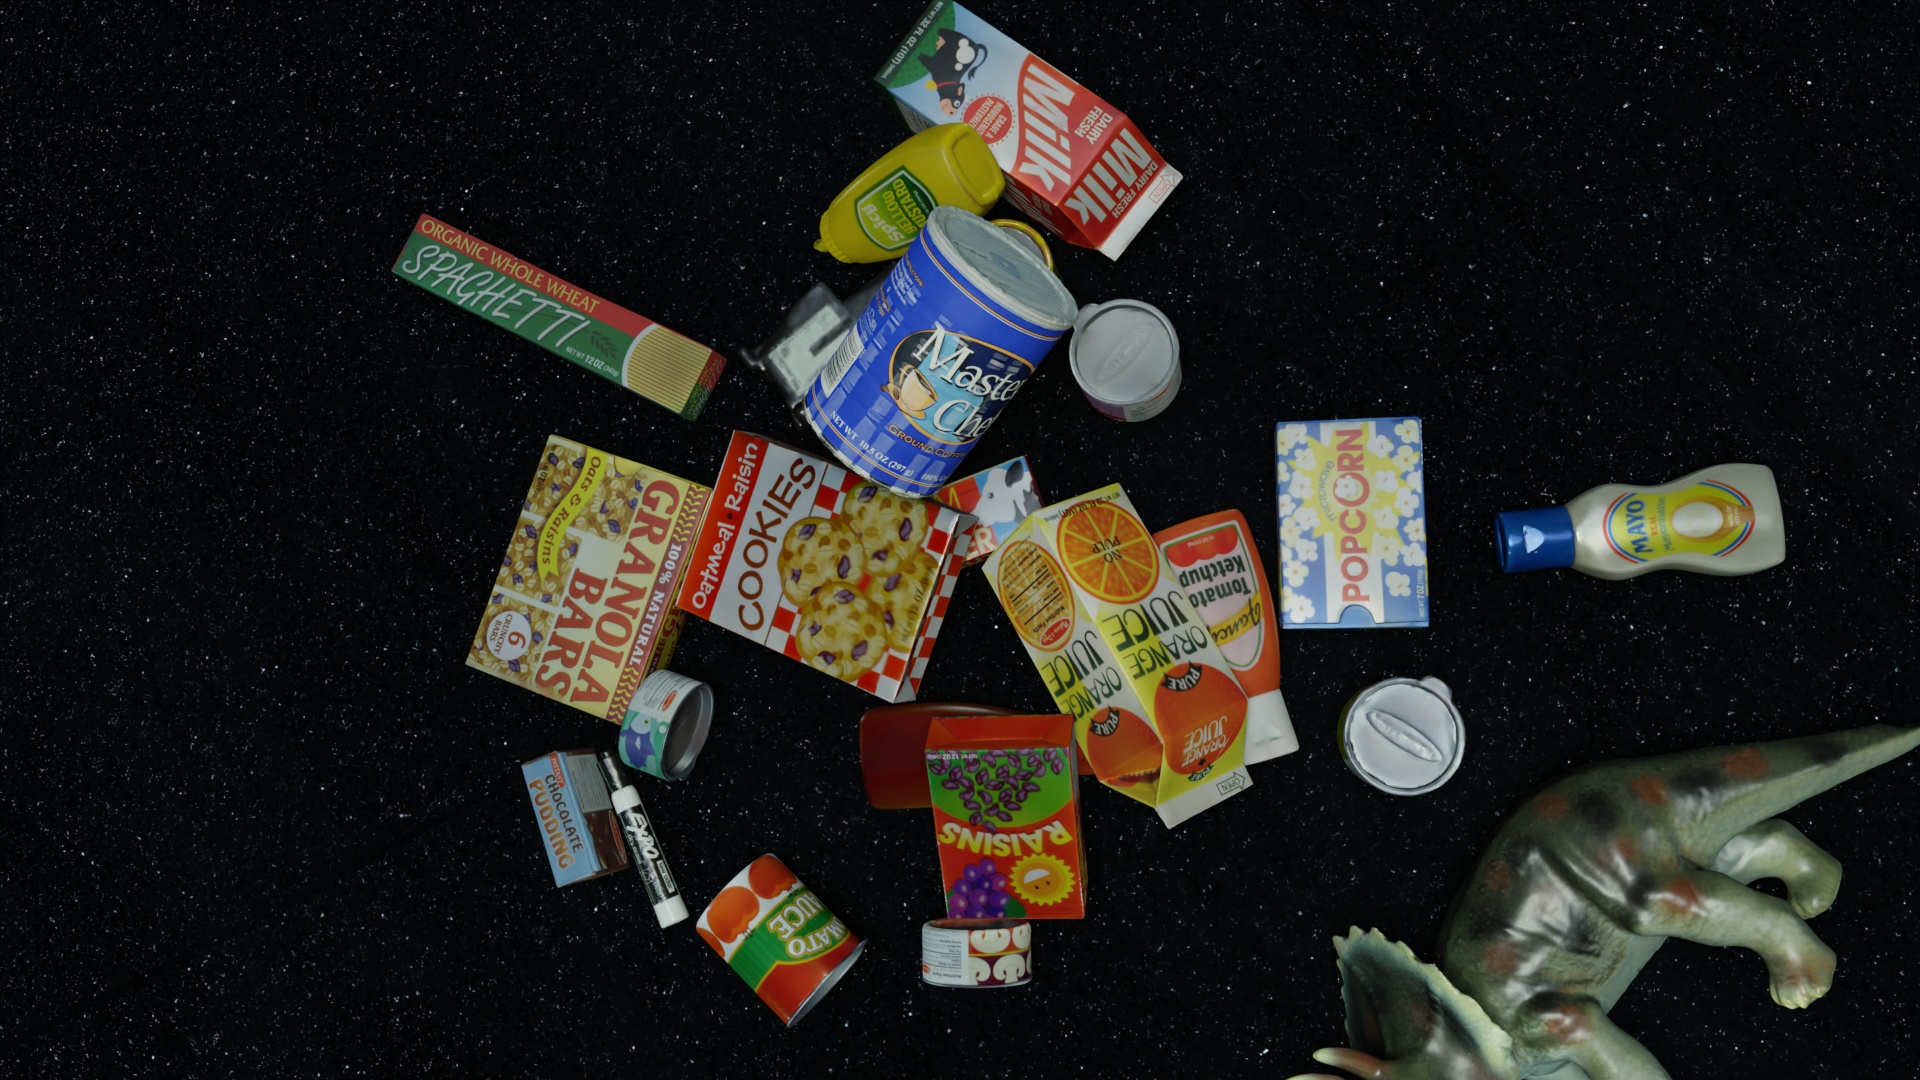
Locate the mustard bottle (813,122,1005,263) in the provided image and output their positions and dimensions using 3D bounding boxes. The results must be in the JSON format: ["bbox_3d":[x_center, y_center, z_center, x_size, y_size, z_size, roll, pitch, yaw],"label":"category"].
[{"bbox_3d":[-0.044,-0.210,0.887,0.160,0.049,0.065,-16,116,45],"label":"mustard bottle"}]

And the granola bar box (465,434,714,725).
[{"bbox_3d":[-0.240,0.026,0.923,0.124,0.039,0.165,18,87,12],"label":"granola bar box"}]

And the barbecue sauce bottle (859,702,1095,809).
[{"bbox_3d":[0.015,0.130,0.857,0.148,0.044,0.064,-5,94,10],"label":"barbecue sauce bottle"}]

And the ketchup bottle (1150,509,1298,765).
[{"bbox_3d":[0.163,0.059,0.838,0.065,0.043,0.149,-17,80,2],"label":"ketchup bottle"}]

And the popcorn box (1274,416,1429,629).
[{"bbox_3d":[0.234,-0.009,0.837,0.085,0.038,0.127,-1,82,10],"label":"popcorn box"}]

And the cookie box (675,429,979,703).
[{"bbox_3d":[-0.086,0.014,0.877,0.167,0.040,0.123,21,94,21],"label":"cookie box"}]

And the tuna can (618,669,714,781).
[{"bbox_3d":[-0.188,0.120,0.888,0.033,0.071,0.071,17,86,14],"label":"tuna can"}]

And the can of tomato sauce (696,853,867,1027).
[{"bbox_3d":[-0.110,0.243,0.854,0.083,0.071,0.071,41,92,14],"label":"can of tomato sauce"}]

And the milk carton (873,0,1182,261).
[{"bbox_3d":[0.045,-0.258,0.888,0.191,0.073,0.072,39,91,13],"label":"milk carton"}]

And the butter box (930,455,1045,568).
[{"bbox_3d":[0.003,-0.011,0.889,0.103,0.024,0.053,-21,79,7],"label":"butter box"}]

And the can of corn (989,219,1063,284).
[{"bbox_3d":[0.030,-0.167,0.887,0.071,0.058,0.071,-1,83,11],"label":"can of corn"}]

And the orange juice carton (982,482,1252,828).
[{"bbox_3d":[0.098,0.071,0.817,0.072,0.072,0.193,-19,73,-35],"label":"orange juice carton"}]

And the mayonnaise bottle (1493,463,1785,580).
[{"bbox_3d":[0.390,-0.006,0.804,0.148,0.041,0.065,-6,83,10],"label":"mayonnaise bottle"}]

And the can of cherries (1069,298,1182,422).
[{"bbox_3d":[0.103,-0.113,0.866,0.071,0.058,0.071,-1,83,12],"label":"can of cherries"}]

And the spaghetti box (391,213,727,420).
[{"bbox_3d":[-0.281,-0.156,0.961,0.250,0.028,0.050,26,87,13],"label":"spaghetti box"}]

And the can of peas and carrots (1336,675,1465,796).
[{"bbox_3d":[0.255,0.111,0.806,0.071,0.058,0.071,-1,82,10],"label":"can of peas and carrots"}]

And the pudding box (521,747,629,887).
[{"bbox_3d":[-0.249,0.178,0.899,0.030,0.049,0.084,-23,79,9],"label":"pudding box"}]

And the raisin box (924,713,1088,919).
[{"bbox_3d":[0.028,0.165,0.823,0.086,0.040,0.123,-3,114,8],"label":"raisin box"}]

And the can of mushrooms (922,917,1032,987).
[{"bbox_3d":[0.012,0.246,0.833,0.071,0.071,0.033,-3,82,11],"label":"can of mushrooms"}]
